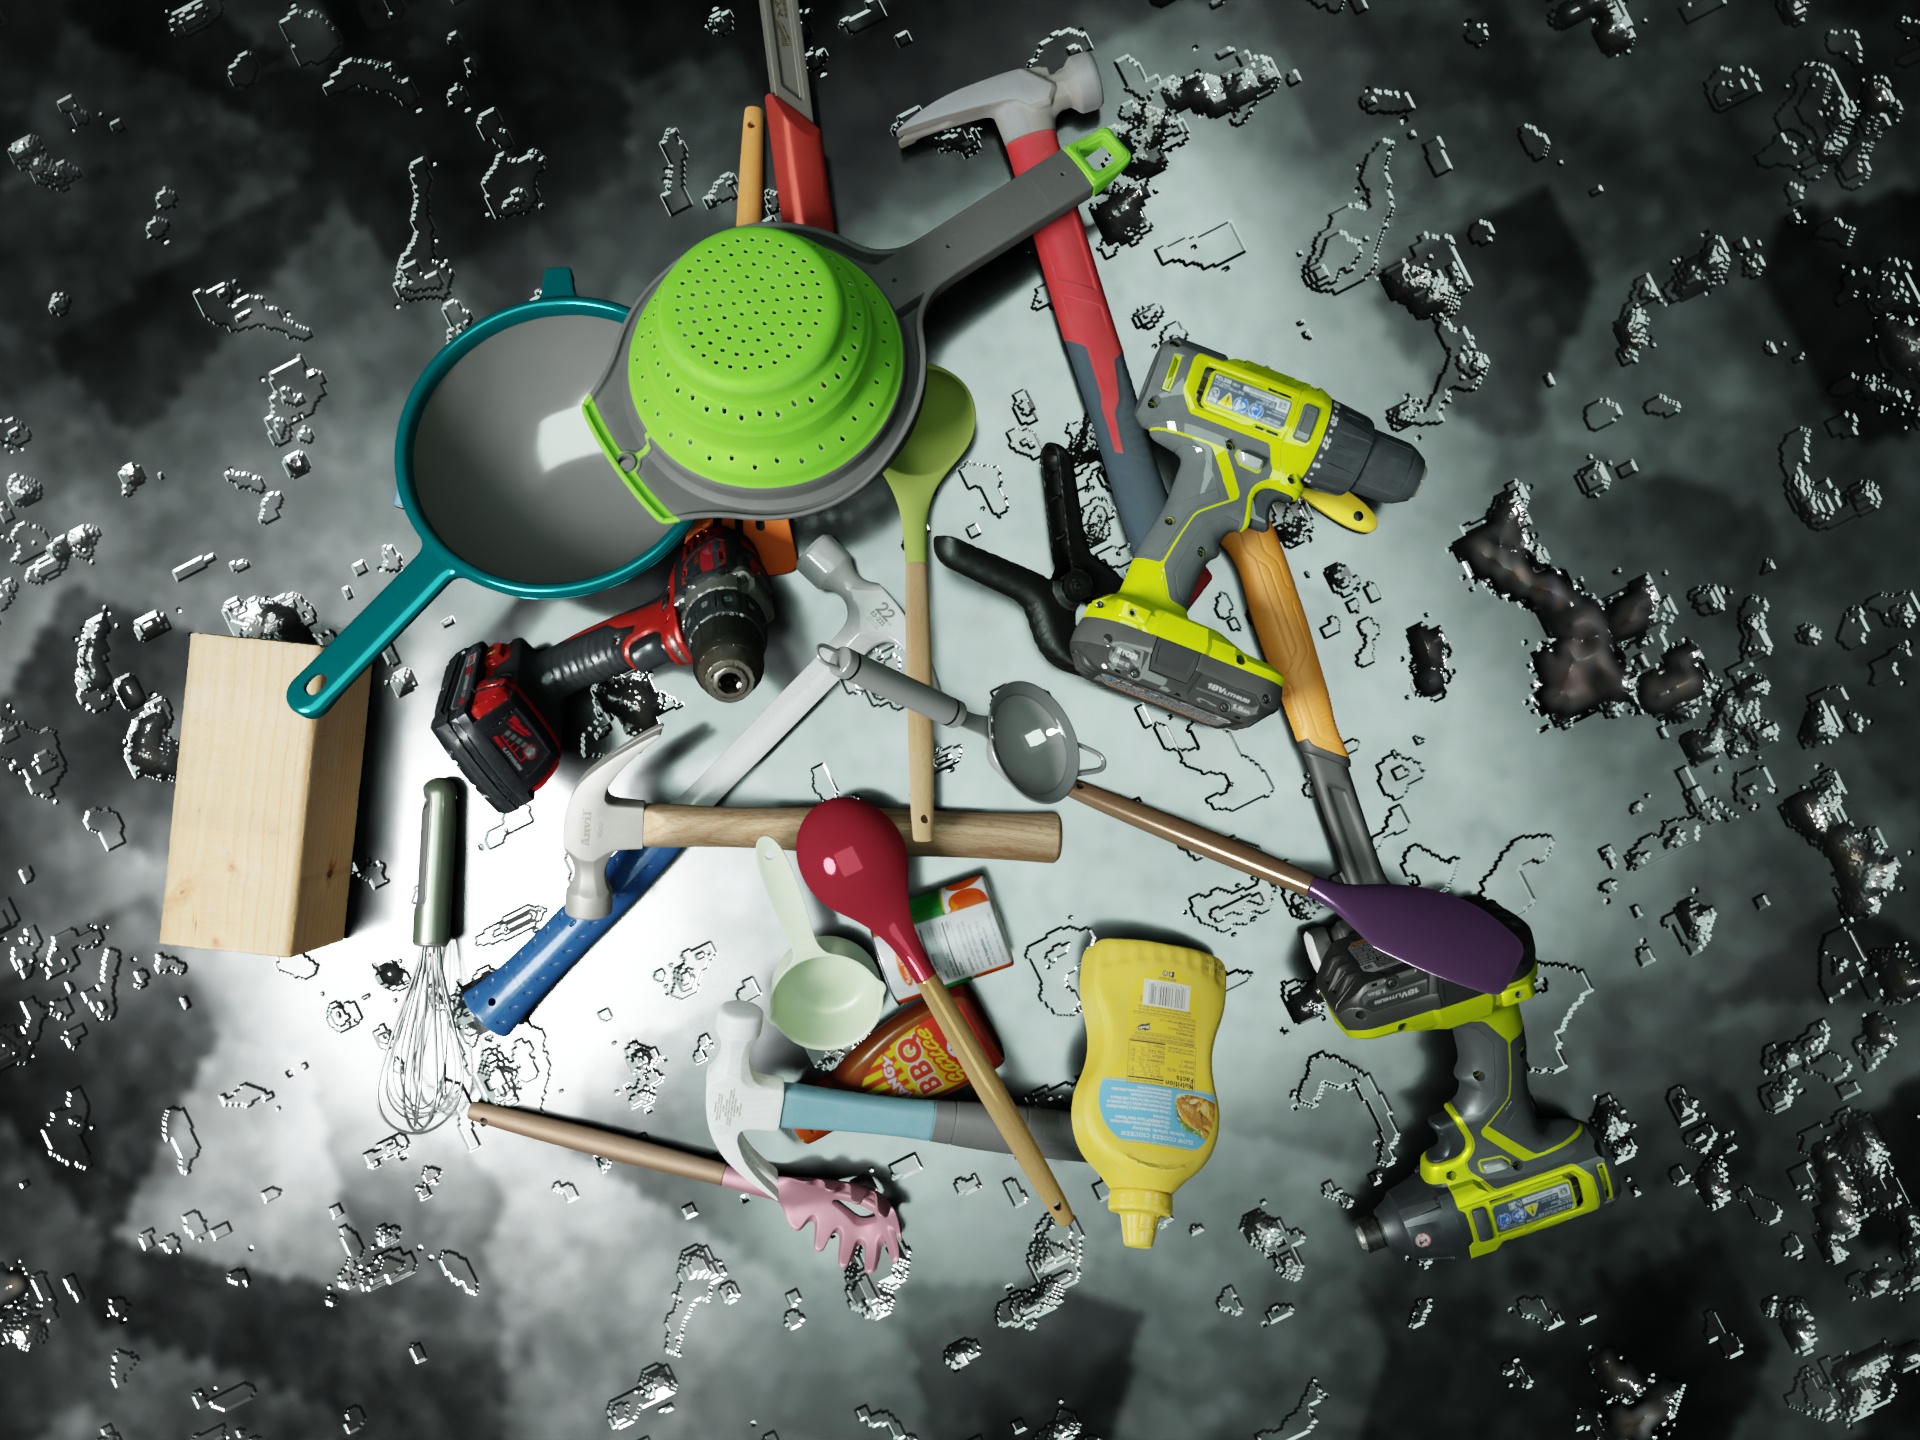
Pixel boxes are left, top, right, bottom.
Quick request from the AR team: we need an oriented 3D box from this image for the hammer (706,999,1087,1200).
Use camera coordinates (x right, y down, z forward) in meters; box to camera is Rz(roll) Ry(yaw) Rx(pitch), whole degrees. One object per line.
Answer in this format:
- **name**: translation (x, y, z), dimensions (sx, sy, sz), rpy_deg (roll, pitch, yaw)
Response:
- **hammer**: translation (-0.005, 0.267, 1.058), dimensions (0.331, 0.033, 0.128), rpy_deg (9, 106, -9)

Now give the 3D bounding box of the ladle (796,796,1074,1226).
- **ladle**: translation (-0.010, 0.189, 1.026), dimensions (0.069, 0.031, 0.315), rpy_deg (-30, 90, -7)

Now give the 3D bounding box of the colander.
- **colander**: translation (-0.057, -0.280, 0.993), dimensions (0.397, 0.094, 0.205), rpy_deg (-34, 77, -8)

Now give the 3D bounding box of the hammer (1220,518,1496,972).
- **hammer**: translation (0.247, -0.004, 1.080), dimensions (0.127, 0.034, 0.337), rpy_deg (-20, 89, 3)

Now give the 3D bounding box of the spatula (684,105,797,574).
- **spatula**: translation (-0.149, -0.263, 1.102), dimensions (0.081, 0.041, 0.323), rpy_deg (2, 86, 3)

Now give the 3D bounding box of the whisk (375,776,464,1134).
- **whisk**: translation (-0.368, 0.162, 1.100), dimensions (0.059, 0.058, 0.246), rpy_deg (5, 85, -32)

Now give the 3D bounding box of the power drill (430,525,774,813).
- **power drill**: translation (-0.222, -0.030, 1.027), dimensions (0.226, 0.188, 0.080), rpy_deg (-27, 120, 5)

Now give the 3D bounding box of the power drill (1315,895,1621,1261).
- **power drill**: translation (0.321, 0.243, 1.042), dimensions (0.171, 0.080, 0.223), rpy_deg (-19, 104, 1)

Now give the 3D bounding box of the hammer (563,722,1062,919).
- **hammer**: translation (-0.095, 0.071, 1.064), dimensions (0.331, 0.031, 0.130), rpy_deg (2, 105, -9)

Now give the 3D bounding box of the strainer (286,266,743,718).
- **strainer**: translation (-0.301, -0.121, 1.053), dimensions (0.211, 0.095, 0.340), rpy_deg (40, 80, 11)

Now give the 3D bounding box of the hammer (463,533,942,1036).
- **hammer**: translation (-0.182, 0.065, 1.096), dimensions (0.144, 0.035, 0.405), rpy_deg (45, 92, 2)

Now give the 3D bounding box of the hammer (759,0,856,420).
- **hammer**: translation (-0.118, -0.373, 1.077), dimensions (0.149, 0.037, 0.359), rpy_deg (-8, 93, -20)

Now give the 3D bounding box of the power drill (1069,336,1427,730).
- **power drill**: translation (0.183, -0.114, 1.027), dimensions (0.190, 0.080, 0.228), rpy_deg (21, 85, -2)

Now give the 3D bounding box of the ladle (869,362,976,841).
- **ladle**: translation (-0.026, -0.081, 1.055), dimensions (0.078, 0.062, 0.320), rpy_deg (1, 80, -14)

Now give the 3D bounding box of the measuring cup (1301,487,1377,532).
- **measuring cup**: translation (0.220, -0.176, 1.082), dimensions (0.156, 0.029, 0.062), rpy_deg (35, 91, 3)

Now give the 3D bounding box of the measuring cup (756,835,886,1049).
- **measuring cup**: translation (-0.104, 0.143, 1.065), dimensions (0.083, 0.038, 0.167), rpy_deg (-17, 112, 2)

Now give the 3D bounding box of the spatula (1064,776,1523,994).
- **spatula**: translation (0.205, 0.096, 1.030), dimensions (0.316, 0.018, 0.060), rpy_deg (21, 56, 26)

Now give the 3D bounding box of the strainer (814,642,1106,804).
- **strainer**: translation (-0.002, -0.003, 1.025), dimensions (0.050, 0.258, 0.087), rpy_deg (-20, 59, 37)

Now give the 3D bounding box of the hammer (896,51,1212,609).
- **hammer**: translation (0.077, -0.249, 1.084), dimensions (0.143, 0.038, 0.386), rpy_deg (-17, 89, 3)

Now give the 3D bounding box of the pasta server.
- **pasta server**: translation (-0.191, 0.312, 1.096), dimensions (0.316, 0.040, 0.060), rpy_deg (13, 116, 4)
